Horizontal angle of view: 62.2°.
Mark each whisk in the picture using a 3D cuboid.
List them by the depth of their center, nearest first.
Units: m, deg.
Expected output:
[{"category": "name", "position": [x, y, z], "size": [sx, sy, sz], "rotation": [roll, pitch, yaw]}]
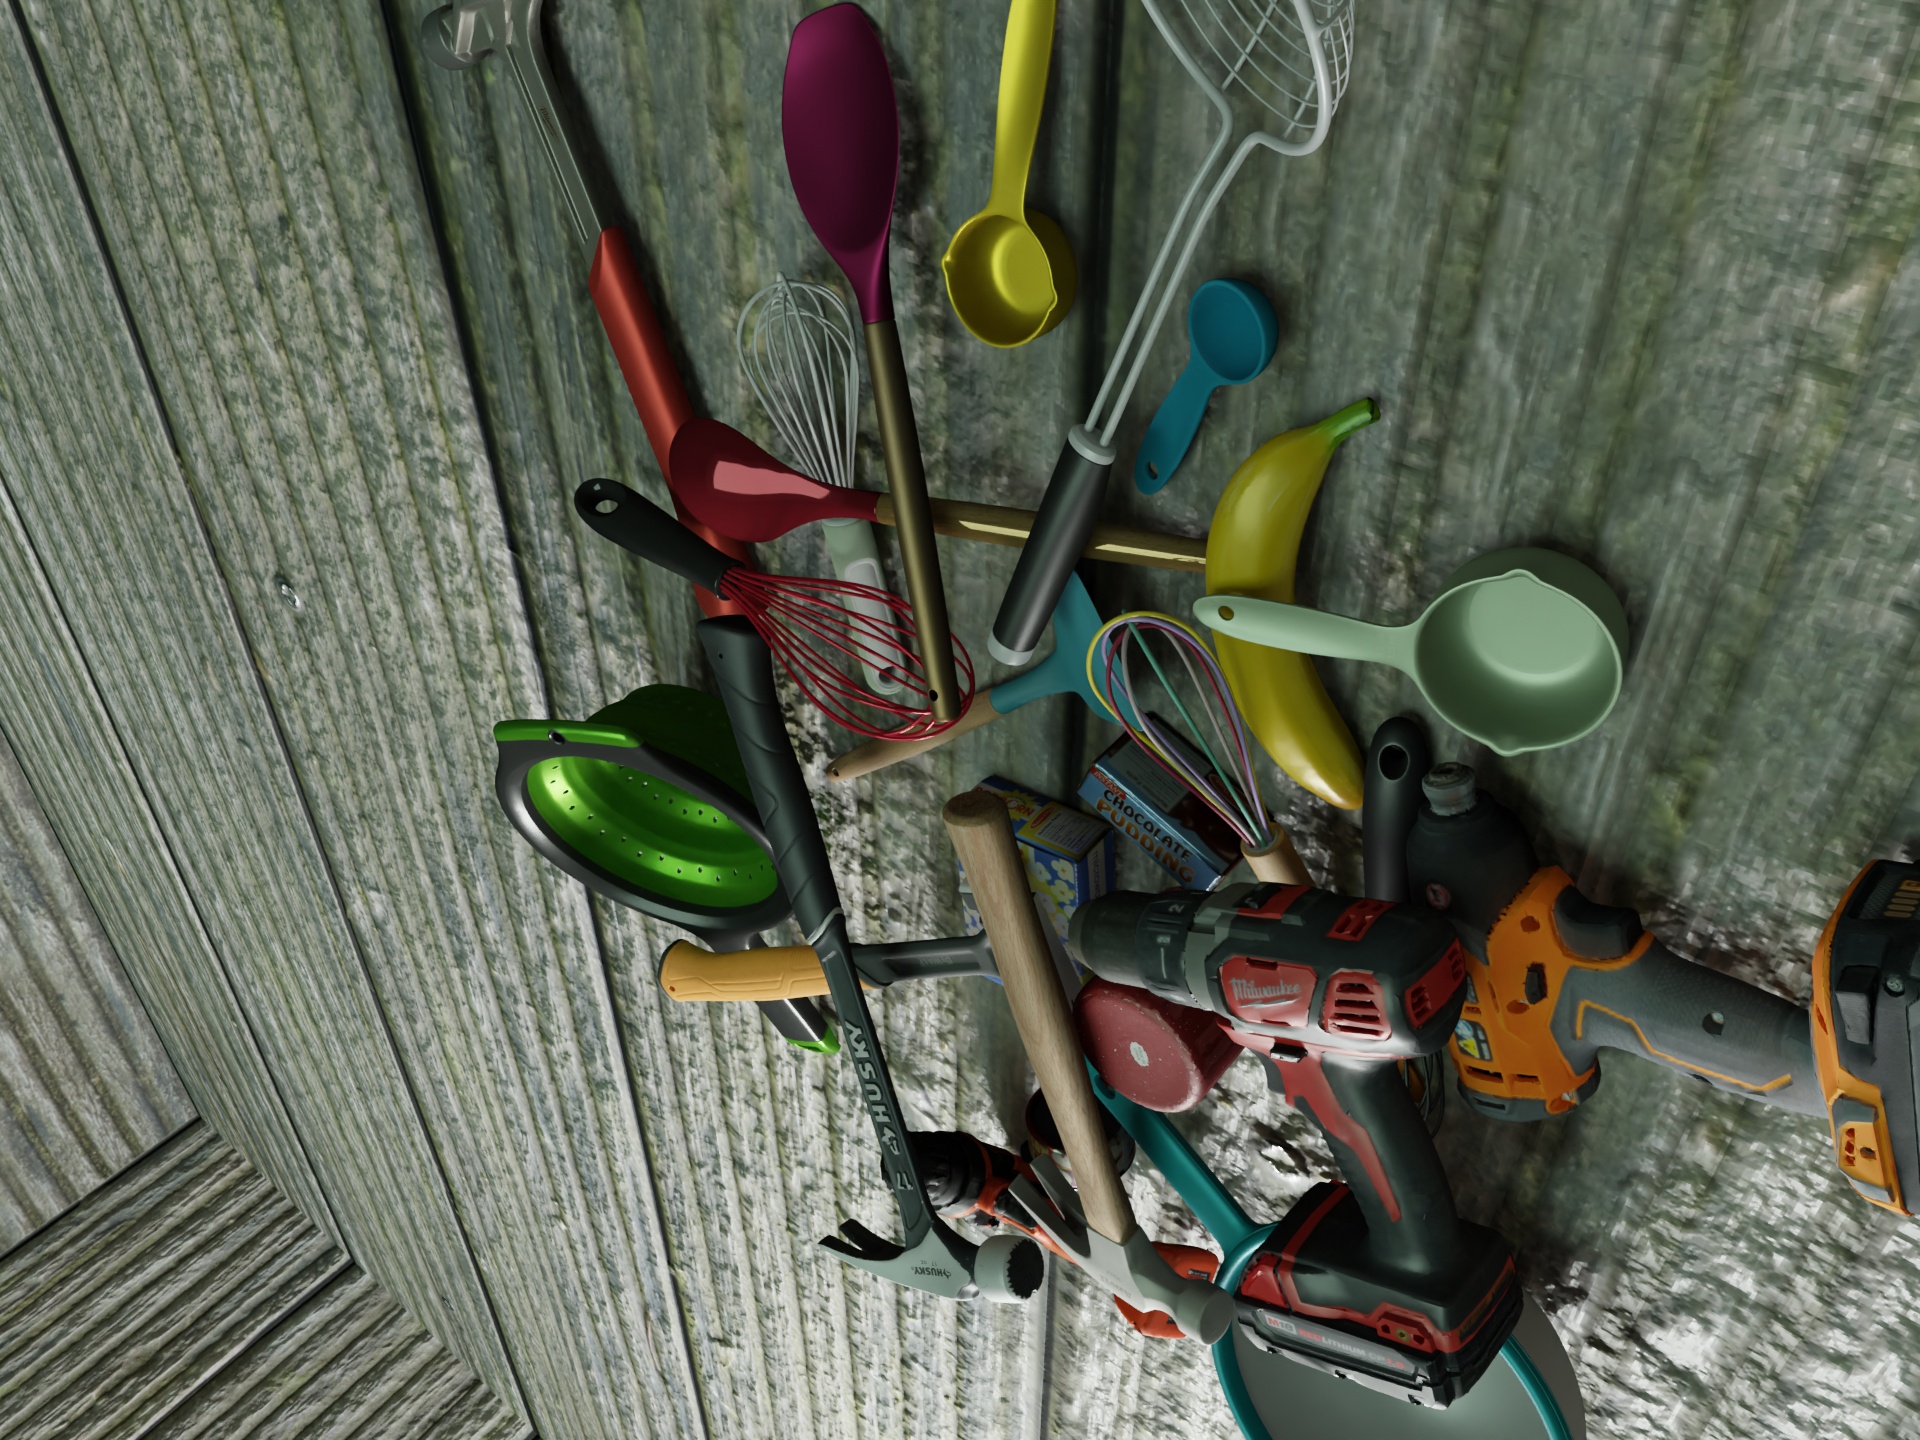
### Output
[{"category": "whisk", "position": [0.124, 0.040, 0.719], "size": [0.244, 0.047, 0.051], "rotation": [54, 177, -32]}, {"category": "whisk", "position": [0.199, 0.105, 0.730], "size": [0.055, 0.055, 0.238], "rotation": [17, 126, 37]}, {"category": "whisk", "position": [-0.062, -0.114, 0.824], "size": [0.059, 0.058, 0.246], "rotation": [-119, 12, -54]}, {"category": "whisk", "position": [-0.108, -0.067, 0.843], "size": [0.296, 0.073, 0.073], "rotation": [30, 139, 30]}]

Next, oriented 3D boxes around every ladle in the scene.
[{"category": "ladle", "position": [-0.013, -0.097, 0.754], "size": [0.315, 0.031, 0.069], "rotation": [12, 133, 24]}]

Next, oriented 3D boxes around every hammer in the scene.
[{"category": "hammer", "position": [0.050, 0.179, 0.824], "size": [0.130, 0.031, 0.331], "rotation": [13, 130, 47]}, {"category": "hammer", "position": [-0.173, -0.217, 0.860], "size": [0.149, 0.037, 0.358], "rotation": [6, 124, 44]}, {"category": "hammer", "position": [-0.073, 0.135, 0.901], "size": [0.149, 0.036, 0.409], "rotation": [-13, 96, 41]}, {"category": "hammer", "position": [-0.070, 0.156, 0.969], "size": [0.337, 0.034, 0.127], "rotation": [-11, 112, 42]}]

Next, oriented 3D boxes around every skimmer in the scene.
[{"category": "skimmer", "position": [0.048, -0.153, 0.608], "size": [0.127, 0.090, 0.363], "rotation": [55, 141, 31]}]

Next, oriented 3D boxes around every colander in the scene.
[{"category": "colander", "position": [-0.156, 0.095, 1.070], "size": [0.204, 0.095, 0.396], "rotation": [2, 142, 26]}]

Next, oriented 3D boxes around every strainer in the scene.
[{"category": "strainer", "position": [0.202, 0.296, 0.860], "size": [0.341, 0.095, 0.211], "rotation": [48, 135, 23]}]

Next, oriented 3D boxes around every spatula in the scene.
[{"category": "spatula", "position": [-0.001, -0.003, 0.853], "size": [0.317, 0.044, 0.082], "rotation": [-24, 91, 54]}]

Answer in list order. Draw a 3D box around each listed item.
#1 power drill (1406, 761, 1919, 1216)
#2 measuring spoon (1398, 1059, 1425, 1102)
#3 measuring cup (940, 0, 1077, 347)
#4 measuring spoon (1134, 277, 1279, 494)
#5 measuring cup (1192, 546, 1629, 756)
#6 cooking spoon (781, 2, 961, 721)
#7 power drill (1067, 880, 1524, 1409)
[{"category": "power drill", "position": [0.278, 0.094, 0.614], "size": [0.226, 0.084, 0.164], "rotation": [3, 122, 49]}, {"category": "measuring spoon", "position": [0.196, 0.148, 0.798], "size": [0.117, 0.011, 0.021], "rotation": [53, 143, -3]}, {"category": "measuring cup", "position": [0.029, -0.232, 0.652], "size": [0.062, 0.029, 0.156], "rotation": [27, 125, 29]}, {"category": "measuring spoon", "position": [0.101, -0.136, 0.662], "size": [0.042, 0.021, 0.128], "rotation": [54, 154, 15]}, {"category": "measuring cup", "position": [0.175, -0.038, 0.624], "size": [0.168, 0.038, 0.083], "rotation": [13, 129, 29]}, {"category": "cooking spoon", "position": [-0.032, -0.154, 0.720], "size": [0.069, 0.017, 0.319], "rotation": [0, 104, 39]}, {"category": "power drill", "position": [0.146, 0.174, 0.712], "size": [0.188, 0.080, 0.226], "rotation": [1, 115, 46]}]
